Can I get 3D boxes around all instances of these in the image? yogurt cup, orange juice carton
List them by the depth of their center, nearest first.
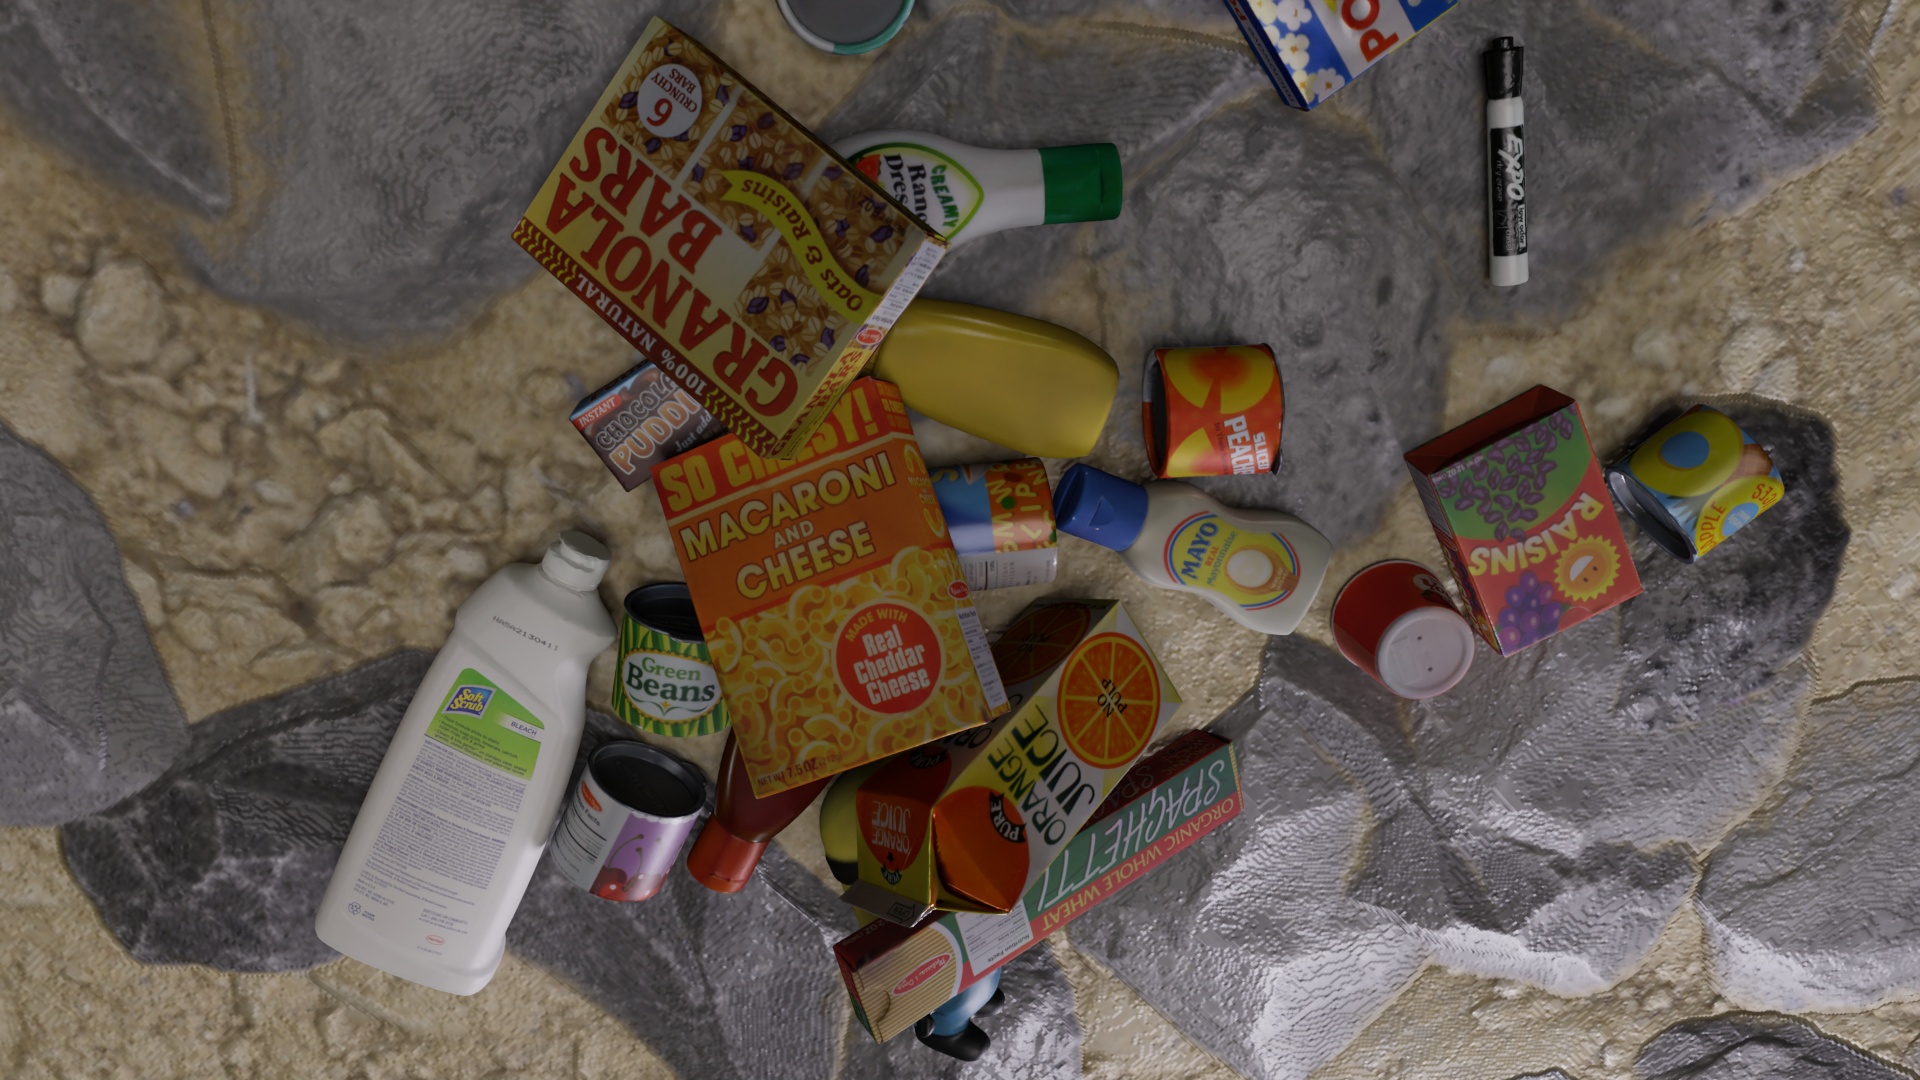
[{"bbox_3d":[0.019,0.117,0.699,0.193,0.071,0.073,-44,112,-28],"label":"orange juice carton"},{"bbox_3d":[0.244,0.051,0.759,0.072,0.054,0.072,-2,110,-4],"label":"yogurt cup"}]

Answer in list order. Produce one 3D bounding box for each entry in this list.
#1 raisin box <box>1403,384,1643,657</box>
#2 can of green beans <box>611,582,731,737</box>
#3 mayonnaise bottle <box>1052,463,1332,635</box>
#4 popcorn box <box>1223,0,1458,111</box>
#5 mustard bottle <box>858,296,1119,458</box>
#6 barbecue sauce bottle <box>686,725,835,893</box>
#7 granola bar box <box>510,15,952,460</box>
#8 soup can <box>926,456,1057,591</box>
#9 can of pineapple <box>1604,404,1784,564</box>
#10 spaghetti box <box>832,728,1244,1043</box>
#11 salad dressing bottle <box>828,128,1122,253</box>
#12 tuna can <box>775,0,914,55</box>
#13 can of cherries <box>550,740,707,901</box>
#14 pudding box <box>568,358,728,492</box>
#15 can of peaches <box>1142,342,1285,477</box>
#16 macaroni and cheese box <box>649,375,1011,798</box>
[{"bbox_3d":[0.306,-0.009,0.752,0.086,0.040,0.123,-28,111,3],"label":"raisin box"},{"bbox_3d":[-0.144,0.061,0.716,0.071,0.071,0.057,9,109,-9],"label":"can of green beans"},{"bbox_3d":[0.119,0.000,0.726,0.148,0.041,0.064,19,102,-20],"label":"mayonnaise bottle"},{"bbox_3d":[0.160,-0.276,0.641,0.085,0.038,0.126,-35,109,8],"label":"popcorn box"},{"bbox_3d":[-0.004,-0.089,0.686,0.160,0.049,0.065,17,110,-11],"label":"mustard bottle"},{"bbox_3d":[-0.102,0.124,0.756,0.065,0.044,0.148,25,106,-14],"label":"barbecue sauce bottle"},{"bbox_3d":[-0.105,-0.134,0.626,0.166,0.039,0.124,41,103,12],"label":"granola bar box"},{"bbox_3d":[0.003,-0.009,0.708,0.084,0.071,0.071,-7,110,-4],"label":"soup can"},{"bbox_3d":[0.390,-0.029,0.737,0.058,0.071,0.071,-38,109,8],"label":"can of pineapple"},{"bbox_3d":[0.049,0.178,0.743,0.251,0.029,0.050,-26,115,-25],"label":"spaghetti box"},{"bbox_3d":[0.002,-0.166,0.662,0.148,0.044,0.064,-6,109,-4],"label":"salad dressing bottle"},{"bbox_3d":[-0.051,-0.256,0.630,0.071,0.033,0.070,-2,110,-5],"label":"tuna can"},{"bbox_3d":[-0.176,0.151,0.746,0.071,0.072,0.058,23,106,-13],"label":"can of cherries"},{"bbox_3d":[-0.144,-0.068,0.689,0.083,0.030,0.049,-32,109,6],"label":"pudding box"},{"bbox_3d":[0.126,-0.063,0.697,0.058,0.071,0.071,-2,110,-4],"label":"can of peaches"},{"bbox_3d":[-0.063,0.023,0.657,0.123,0.040,0.166,-20,84,15],"label":"macaroni and cheese box"}]
